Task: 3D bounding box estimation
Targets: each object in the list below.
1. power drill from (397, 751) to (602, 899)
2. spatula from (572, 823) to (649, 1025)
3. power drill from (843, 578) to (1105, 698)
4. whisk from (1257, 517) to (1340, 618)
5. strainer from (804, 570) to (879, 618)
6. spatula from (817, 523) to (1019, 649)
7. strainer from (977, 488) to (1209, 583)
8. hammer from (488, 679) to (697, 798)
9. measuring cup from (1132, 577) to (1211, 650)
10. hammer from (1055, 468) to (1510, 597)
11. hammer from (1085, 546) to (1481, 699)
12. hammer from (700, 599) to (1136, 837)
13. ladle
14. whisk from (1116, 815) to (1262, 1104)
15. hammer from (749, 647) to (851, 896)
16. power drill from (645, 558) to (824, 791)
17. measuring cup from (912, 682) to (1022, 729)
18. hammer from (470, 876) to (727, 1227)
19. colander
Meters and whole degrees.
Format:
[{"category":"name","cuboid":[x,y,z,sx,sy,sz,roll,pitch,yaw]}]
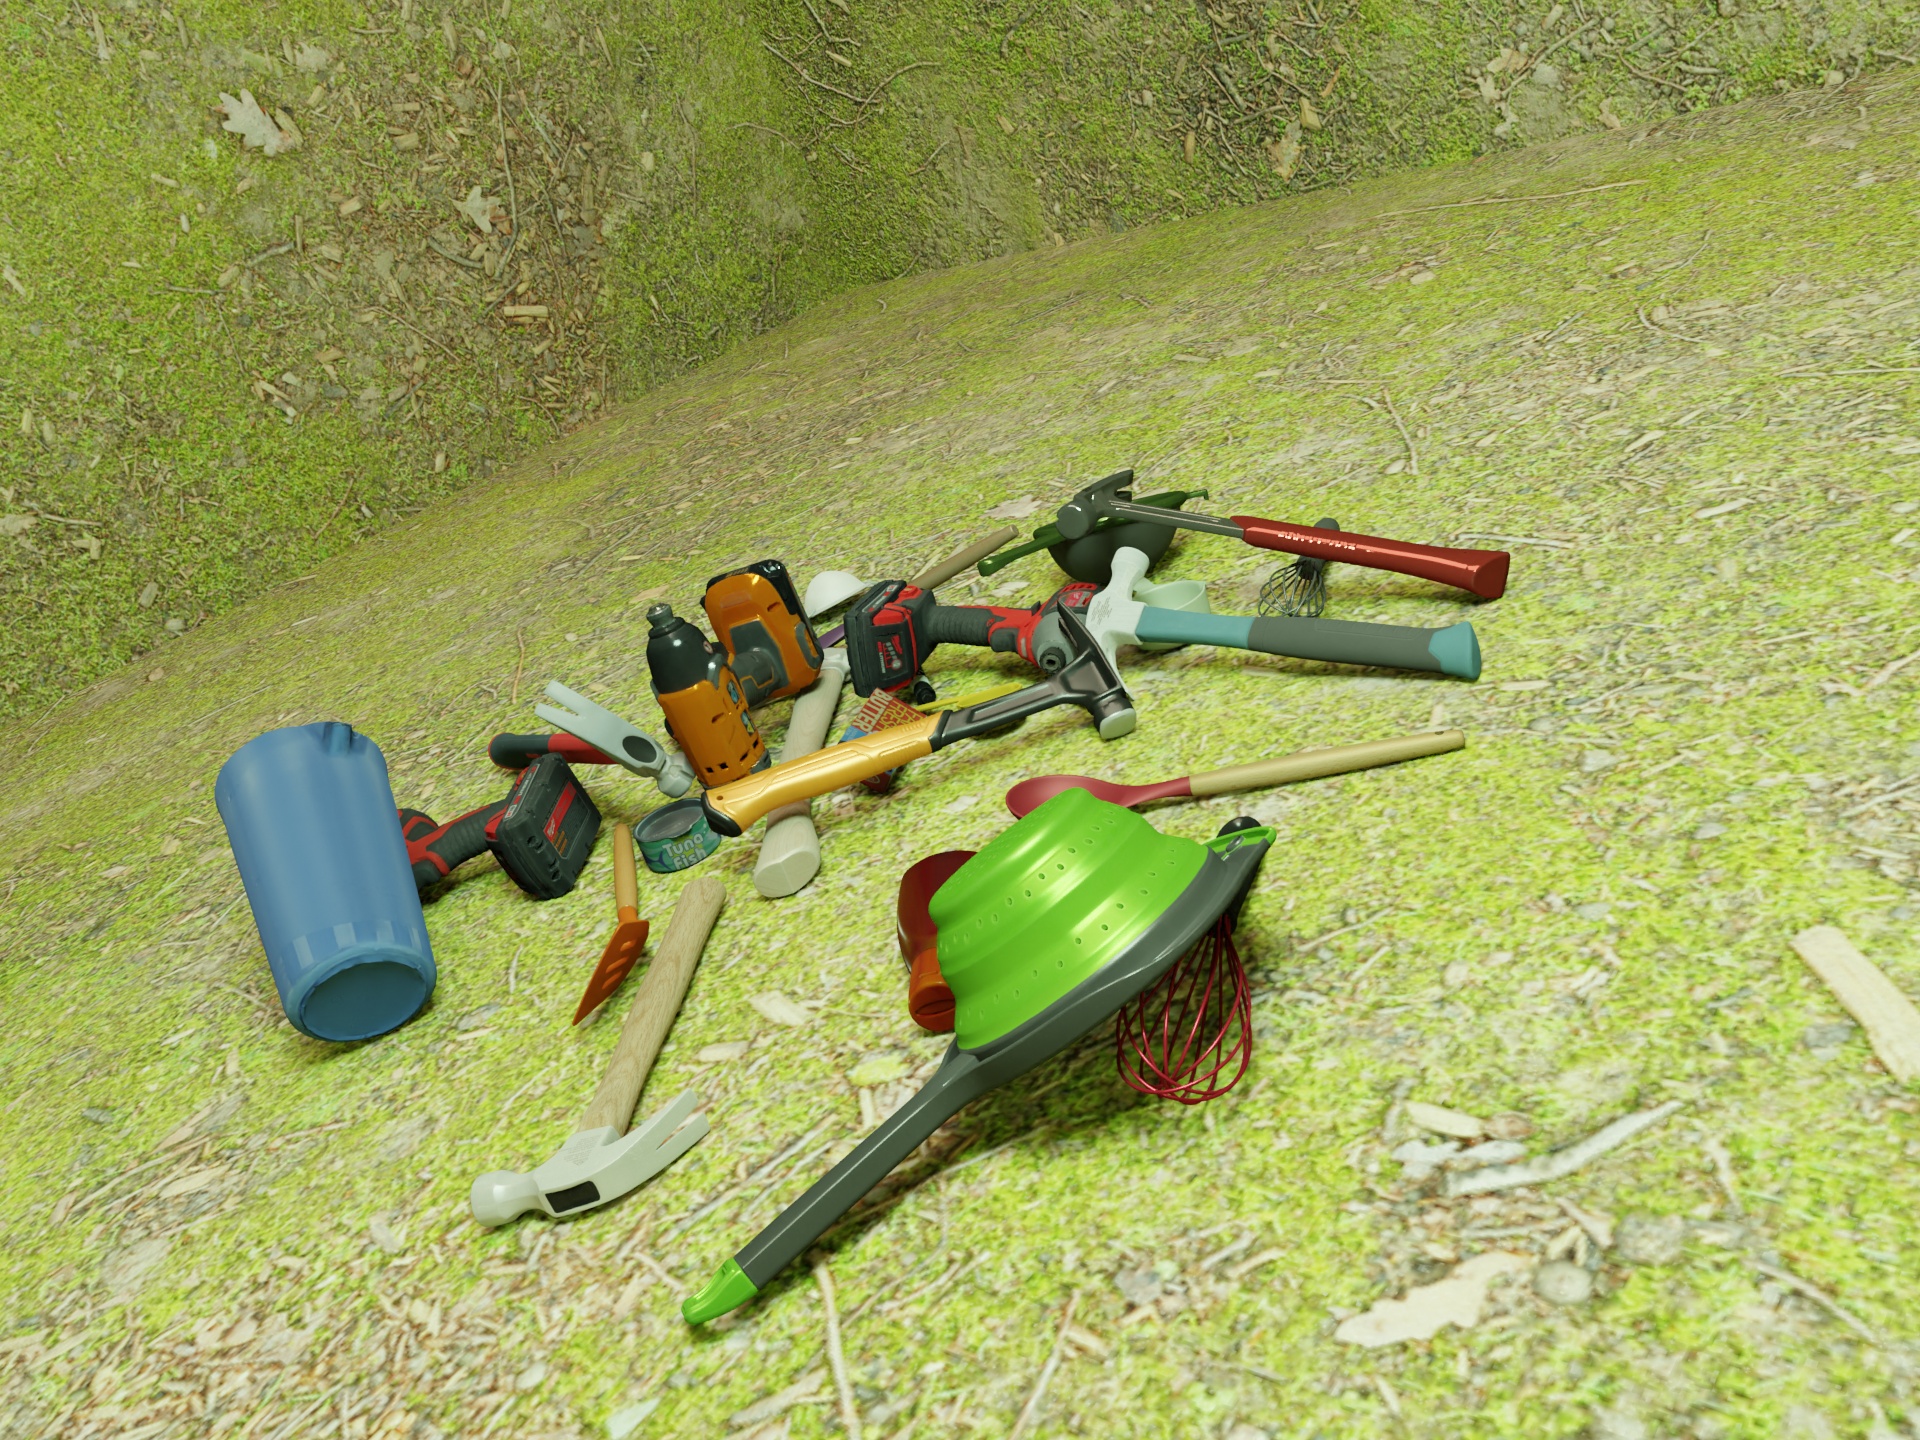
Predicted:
[{"category":"power drill","cuboid":[-0.435,0.127,1.346,0.226,0.080,0.188,-17,30,17]},{"category":"spatula","cuboid":[-0.265,0.136,1.223,0.081,0.041,0.323,-63,19,9]},{"category":"power drill","cuboid":[0.017,-0.073,1.386,0.220,0.078,0.143,-1,23,17]},{"category":"whisk","cuboid":[0.296,-0.128,1.355,0.055,0.055,0.239,-8,21,26]},{"category":"strainer","cuboid":[-0.180,-0.100,1.684,0.087,0.050,0.258,-17,21,51]},{"category":"spatula","cuboid":[-0.070,-0.112,1.544,0.316,0.018,0.060,-28,17,30]},{"category":"strainer","cuboid":[0.113,-0.152,1.481,0.256,0.069,0.151,-25,14,-41]},{"category":"hammer","cuboid":[-0.375,0.018,1.446,0.386,0.143,0.038,-1,59,58]},{"category":"measuring cup","cuboid":[0.169,-0.100,1.405,0.083,0.038,0.168,-22,18,-4]},{"category":"hammer","cuboid":[0.267,-0.154,1.311,0.359,0.036,0.149,13,25,25]},{"category":"hammer","cuboid":[0.240,-0.067,1.227,0.331,0.033,0.128,8,66,38]},{"category":"hammer","cuboid":[-0.040,0.010,1.235,0.337,0.034,0.127,-20,53,-9]},{"category":"ladle","cuboid":[0.185,0.039,1.096,0.315,0.031,0.069,-11,27,17]},{"category":"whisk","cuboid":[0.143,0.124,0.909,0.073,0.073,0.296,-10,19,22]},{"category":"hammer","cuboid":[-0.146,0.035,1.361,0.146,0.038,0.411,-18,23,9]},{"category":"power drill","cuboid":[-0.197,-0.056,1.356,0.084,0.164,0.227,-16,22,18]},{"category":"measuring cup","cuboid":[-0.002,-0.004,1.354,0.062,0.029,0.156,-24,9,-36]},{"category":"hammer","cuboid":[-0.205,0.200,1.051,0.130,0.031,0.331,-15,23,13]},{"category":"colander","cuboid":[-0.010,0.152,0.848,0.397,0.094,0.204,-39,1,-17]}]
